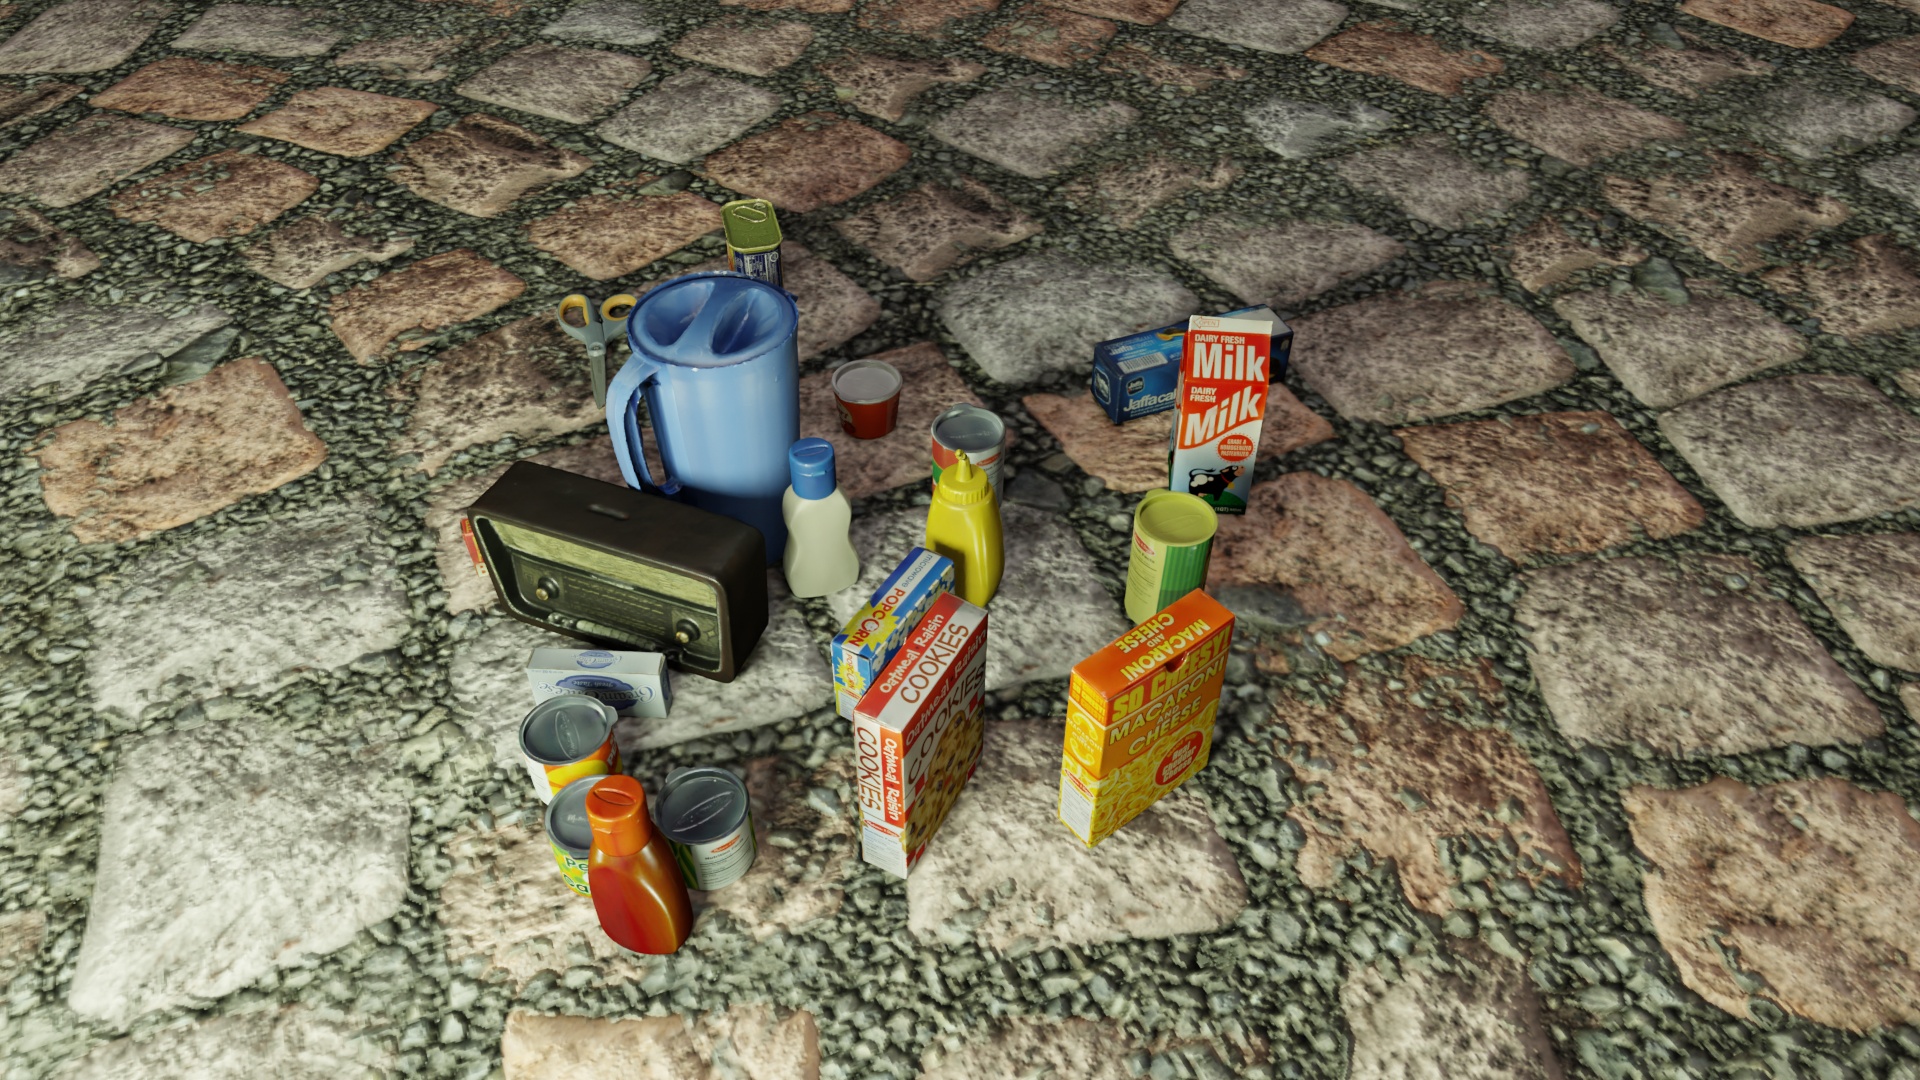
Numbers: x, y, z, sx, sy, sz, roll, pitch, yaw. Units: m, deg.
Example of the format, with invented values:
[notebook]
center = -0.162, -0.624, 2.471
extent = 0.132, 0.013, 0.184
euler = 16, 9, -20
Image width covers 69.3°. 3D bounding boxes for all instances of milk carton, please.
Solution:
[milk carton]
center = 0.228, -0.118, 1.232
extent = 0.072, 0.189, 0.074
euler = 4, 43, 3

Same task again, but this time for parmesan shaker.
[parmesan shaker]
center = 0.172, 0.017, 1.151
extent = 0.071, 0.102, 0.072
euler = 0, 43, 0

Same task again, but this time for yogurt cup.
[yogurt cup]
center = -0.090, -0.135, 1.345
extent = 0.072, 0.053, 0.073
euler = 0, 43, 0

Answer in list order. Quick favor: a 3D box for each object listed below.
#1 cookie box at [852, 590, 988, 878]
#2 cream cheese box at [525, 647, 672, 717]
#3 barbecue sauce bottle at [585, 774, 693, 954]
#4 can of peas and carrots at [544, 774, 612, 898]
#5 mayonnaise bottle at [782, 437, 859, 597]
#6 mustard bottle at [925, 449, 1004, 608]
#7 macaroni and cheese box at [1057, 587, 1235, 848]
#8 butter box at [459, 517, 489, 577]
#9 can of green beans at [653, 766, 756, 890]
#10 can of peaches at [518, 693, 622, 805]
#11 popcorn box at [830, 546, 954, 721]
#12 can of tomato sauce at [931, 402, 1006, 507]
[cookie box]
center = -0.027, 0.137, 0.973
extent = 0.040, 0.166, 0.123
euler = 20, 46, 19
[cream cheese box]
center = -0.279, 0.111, 1.079
extent = 0.104, 0.053, 0.024
euler = 2, 43, 2
[barbecue sauce bottle]
center = -0.214, 0.212, 0.904
extent = 0.065, 0.147, 0.044
euler = 13, 45, 13
[can of peas and carrots]
center = -0.252, 0.209, 0.971
extent = 0.071, 0.058, 0.071
euler = 0, 43, 0
[mayonnaise bottle]
center = -0.118, -0.018, 1.151
extent = 0.065, 0.147, 0.041
euler = -14, 45, -15
[mustard bottle]
center = 0.004, -0.014, 1.140
extent = 0.065, 0.159, 0.049
euler = 19, 46, 18
[macaroni and cheese box]
center = 0.131, 0.128, 0.986
extent = 0.124, 0.165, 0.040
euler = -29, 51, -28
[butter box]
center = -0.374, -0.005, 1.202
extent = 0.104, 0.052, 0.024
euler = -14, 45, -15
[can of green beans]
center = -0.179, 0.203, 0.979
extent = 0.071, 0.057, 0.071
euler = 0, 43, 0
[can of peaches]
center = -0.285, 0.156, 1.027
extent = 0.071, 0.057, 0.071
euler = 0, 43, 0
[popcorn box]
center = -0.051, 0.076, 1.097
extent = 0.038, 0.084, 0.127
euler = 22, 47, 21
[can of tomato sauce]
center = 0.006, -0.070, 1.256
extent = 0.071, 0.082, 0.071
euler = 0, 43, 0
